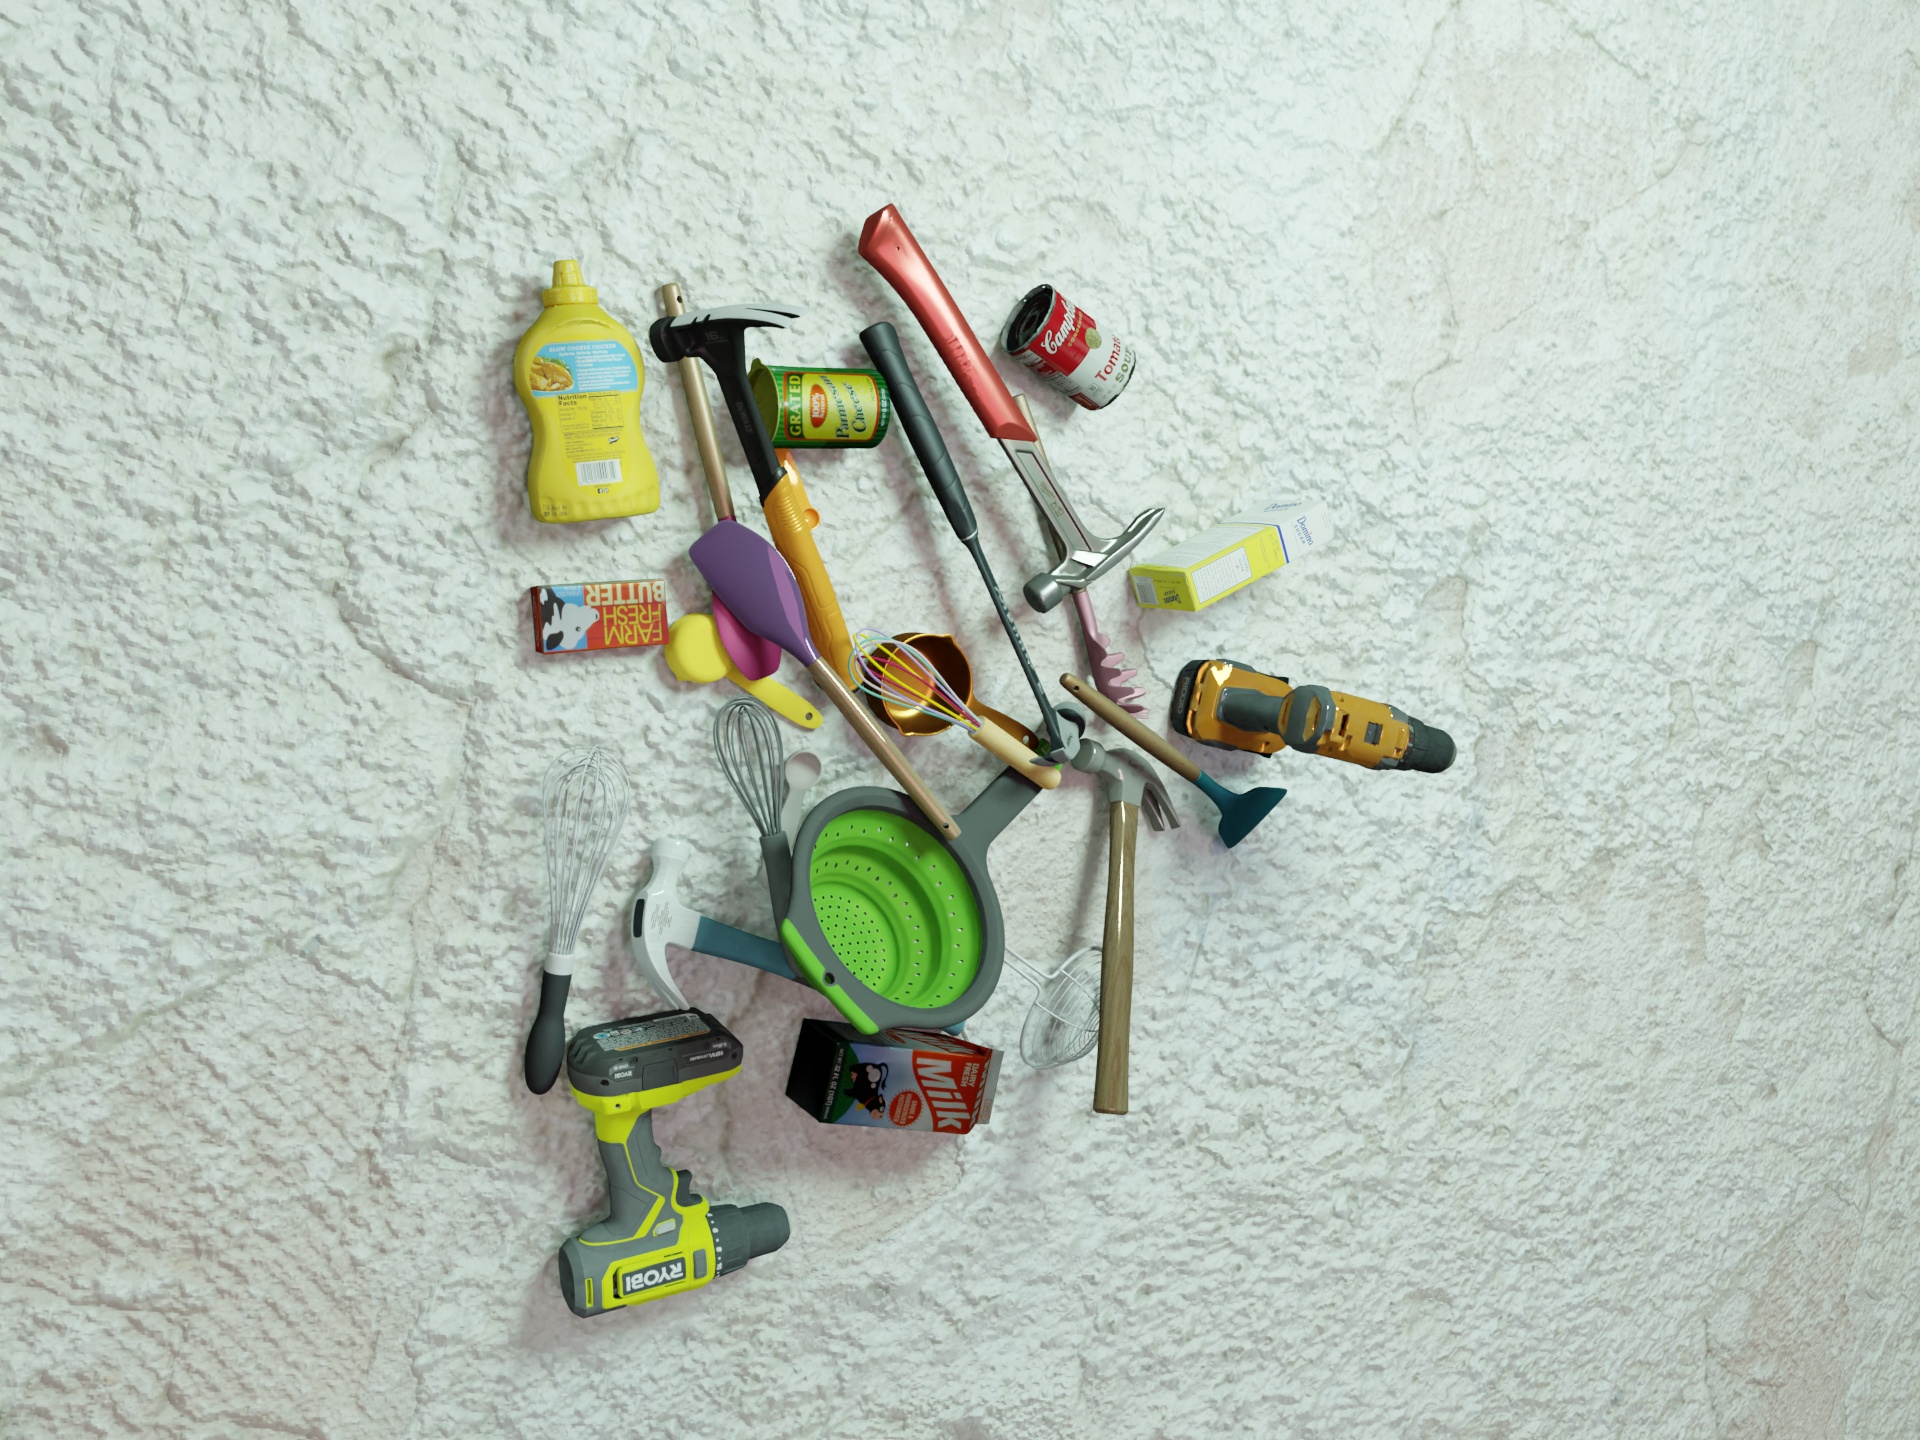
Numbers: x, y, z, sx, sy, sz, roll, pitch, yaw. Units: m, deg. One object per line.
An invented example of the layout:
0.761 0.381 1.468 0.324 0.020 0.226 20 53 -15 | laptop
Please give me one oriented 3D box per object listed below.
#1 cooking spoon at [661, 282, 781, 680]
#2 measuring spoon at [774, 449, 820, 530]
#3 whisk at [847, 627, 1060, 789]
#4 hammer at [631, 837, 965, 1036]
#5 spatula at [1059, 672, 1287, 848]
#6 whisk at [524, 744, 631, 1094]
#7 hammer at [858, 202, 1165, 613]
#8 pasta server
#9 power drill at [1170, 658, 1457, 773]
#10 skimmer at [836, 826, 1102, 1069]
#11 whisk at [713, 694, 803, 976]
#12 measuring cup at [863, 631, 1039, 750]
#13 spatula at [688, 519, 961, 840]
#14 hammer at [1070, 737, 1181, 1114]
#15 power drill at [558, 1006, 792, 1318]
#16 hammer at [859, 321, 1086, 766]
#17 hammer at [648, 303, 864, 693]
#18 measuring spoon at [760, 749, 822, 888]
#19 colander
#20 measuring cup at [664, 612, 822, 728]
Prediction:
-0.193 -0.188 1.268 0.069 0.017 0.319 -25 106 -49 | cooking spoon
-0.147 -0.209 1.307 0.021 0.011 0.116 -34 108 -28 | measuring spoon
-0.002 -0.003 1.335 0.244 0.047 0.051 35 78 -32 | whisk
-0.128 0.208 1.349 0.330 0.033 0.128 24 70 -32 | hammer
0.196 0.034 1.478 0.317 0.044 0.082 35 104 -32 | spatula
-0.308 0.157 1.245 0.070 0.070 0.284 7 99 -29 | whisk
0.033 -0.274 1.342 0.149 0.037 0.358 -40 110 -16 | hammer
0.107 -0.144 1.438 0.040 0.060 0.316 -16 105 13 | pasta server
0.327 0.003 1.469 0.185 0.226 0.084 12 91 -30 | power drill
0.004 0.186 1.431 0.363 0.090 0.127 40 79 -17 | skimmer
-0.156 0.096 1.301 0.055 0.055 0.239 -15 95 -26 | whisk
-0.008 -0.015 1.385 0.173 0.052 0.095 28 83 -31 | measuring cup
-0.100 -0.028 1.272 0.060 0.018 0.316 -38 98 3 | spatula
0.146 0.189 1.447 0.130 0.031 0.331 19 68 -41 | hammer
-0.232 0.359 1.299 0.190 0.080 0.228 -7 102 -28 | power drill
0.011 -0.144 1.352 0.036 0.149 0.408 -22 103 15 | hammer
-0.132 -0.163 1.251 0.034 0.127 0.336 -56 138 -47 | hammer
-0.149 0.082 1.344 0.034 0.018 0.124 15 96 -31 | measuring spoon
-0.031 0.127 1.331 0.204 0.094 0.397 51 40 -2 | colander
-0.171 -0.034 1.304 0.156 0.029 0.062 33 81 -27 | measuring cup
